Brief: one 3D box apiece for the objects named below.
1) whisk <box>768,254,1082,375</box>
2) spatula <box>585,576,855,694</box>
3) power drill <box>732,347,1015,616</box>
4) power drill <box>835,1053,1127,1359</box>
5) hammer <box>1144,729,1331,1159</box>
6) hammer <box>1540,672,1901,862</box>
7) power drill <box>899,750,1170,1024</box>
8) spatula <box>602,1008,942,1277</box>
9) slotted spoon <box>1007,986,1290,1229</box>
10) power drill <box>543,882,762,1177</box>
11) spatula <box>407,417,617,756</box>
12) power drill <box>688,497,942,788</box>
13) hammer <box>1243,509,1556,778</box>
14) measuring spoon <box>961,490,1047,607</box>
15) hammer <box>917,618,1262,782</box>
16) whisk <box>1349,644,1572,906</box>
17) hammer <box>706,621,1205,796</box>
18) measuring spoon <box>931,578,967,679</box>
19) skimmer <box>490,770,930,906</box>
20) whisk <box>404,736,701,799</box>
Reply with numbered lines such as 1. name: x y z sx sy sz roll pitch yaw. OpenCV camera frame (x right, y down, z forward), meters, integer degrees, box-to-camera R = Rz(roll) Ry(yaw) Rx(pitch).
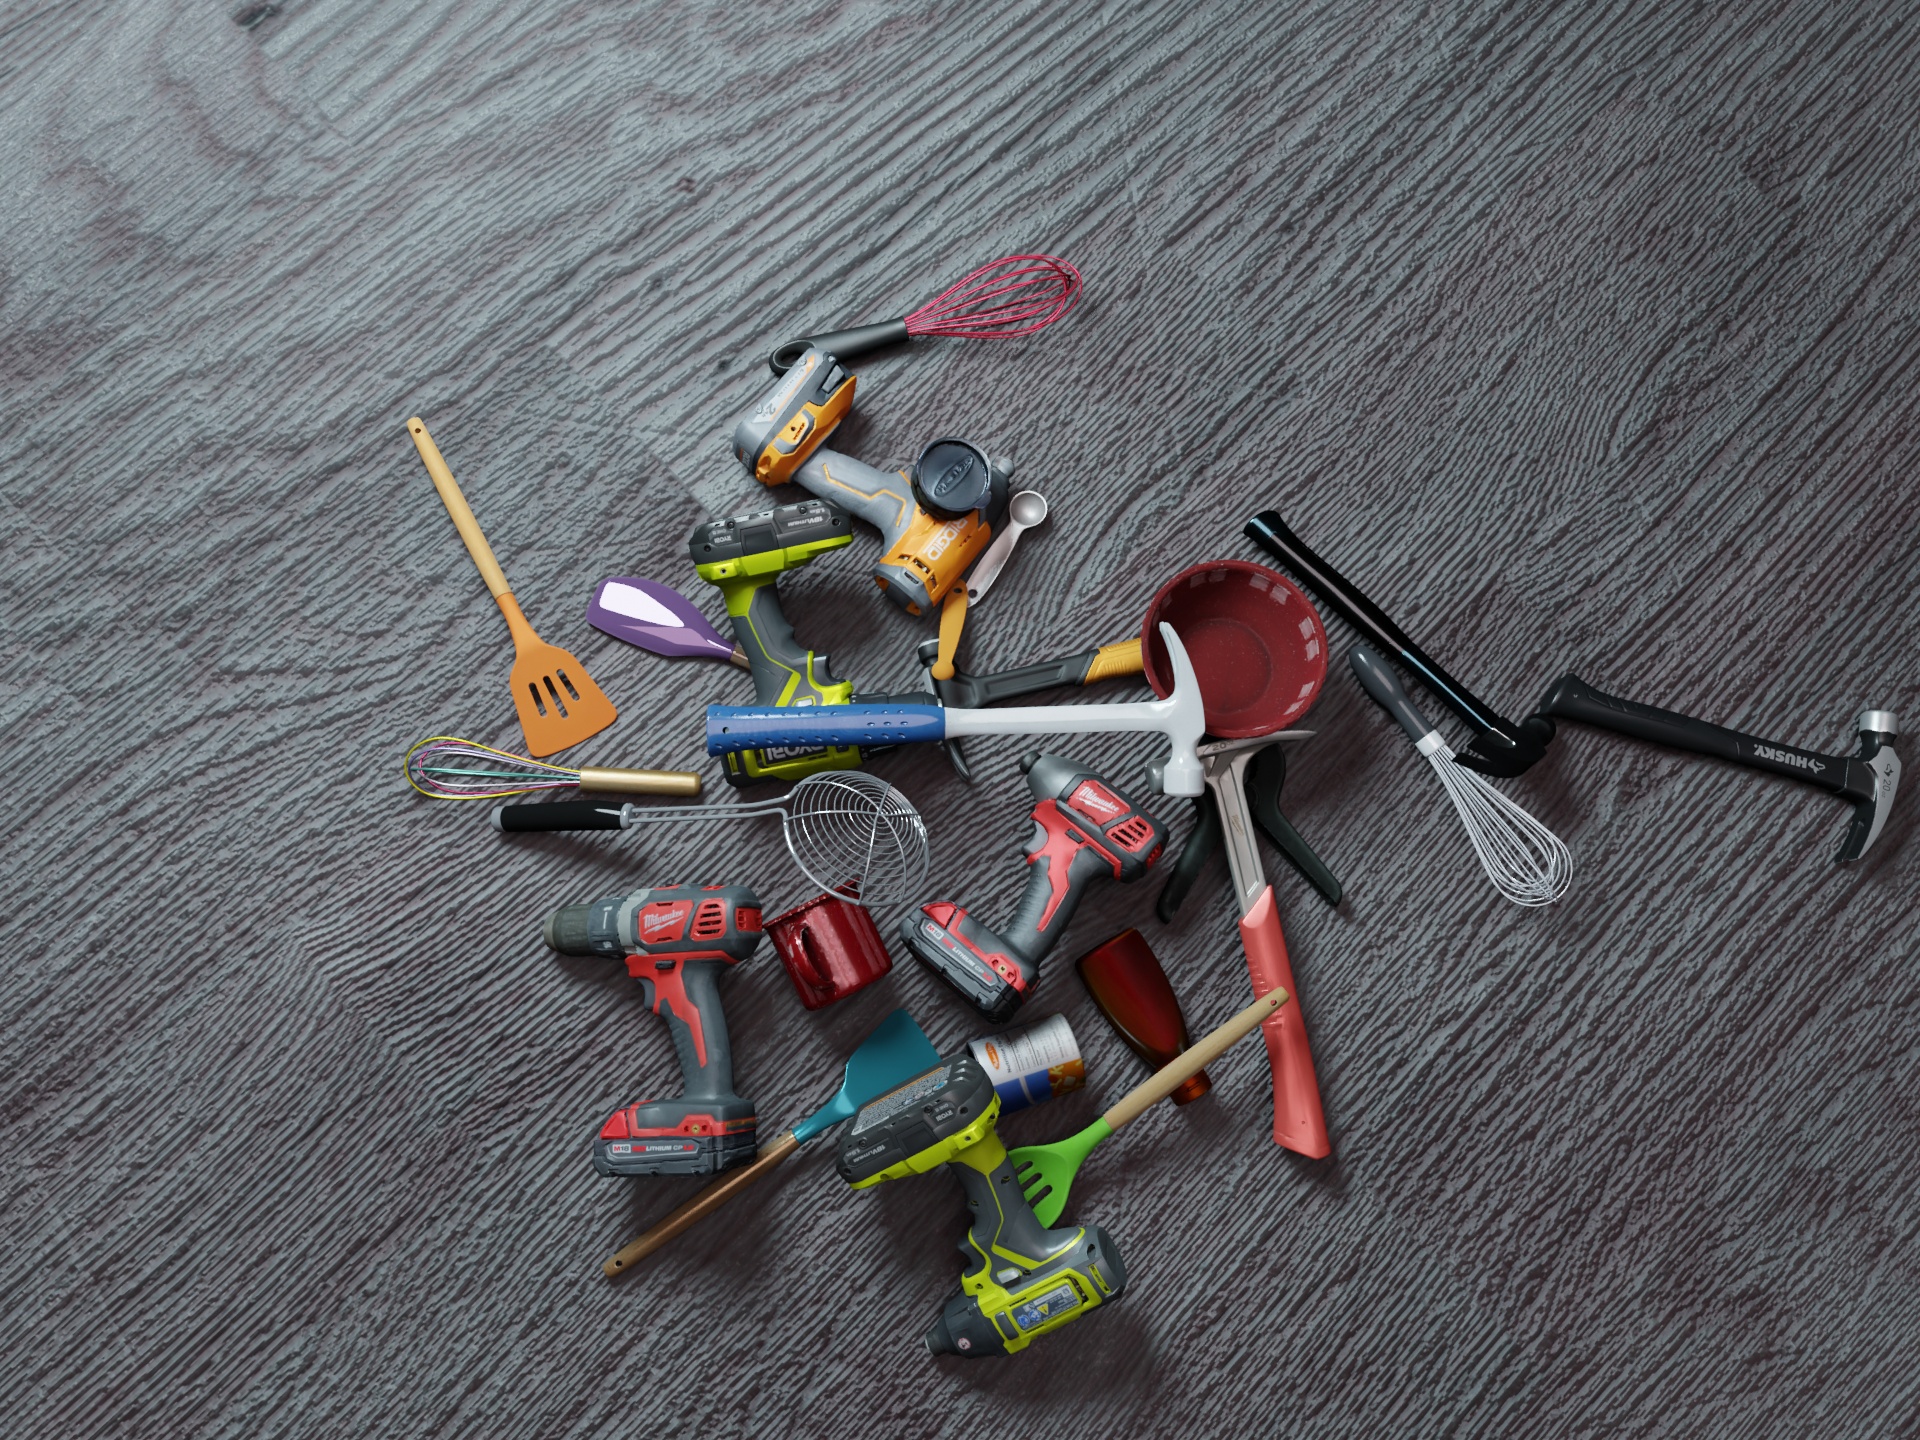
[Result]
1. whisk: -0.032 -0.363 1.448 0.296 0.073 0.073 -16 81 -2
2. spatula: -0.173 -0.051 1.387 0.316 0.018 0.060 23 77 0
3. power drill: -0.069 -0.221 1.403 0.226 0.084 0.164 40 77 -2
4. power drill: 0.004 0.395 1.260 0.171 0.080 0.223 -30 97 11
5. hammer: 0.268 0.190 1.353 0.149 0.036 0.359 -13 87 -6
6. hammer: 0.694 0.025 1.456 0.334 0.035 0.146 15 77 -3
7. power drill: 0.056 0.132 1.332 0.143 0.078 0.220 39 78 18
8. spatula: -0.155 0.358 1.306 0.317 0.044 0.082 -34 84 -7
9. slotted spoon: 0.144 0.319 1.312 0.314 0.031 0.070 -37 87 1
10. power drill: -0.249 0.245 1.276 0.188 0.080 0.227 -6 80 19
11. spatula: -0.404 -0.124 1.377 0.081 0.041 0.323 -28 79 -10
12. power drill: -0.124 -0.066 1.334 0.190 0.080 0.228 -12 100 -1
13. hammer: 0.387 -0.072 1.425 0.331 0.033 0.128 43 40 9
14. measuring spoon: 0.037 -0.152 1.435 0.034 0.018 0.124 32 84 11
15. hammer: 0.138 -0.045 1.411 0.337 0.034 0.127 -14 80 -9
16. whisk: 0.439 0.046 1.418 0.070 0.070 0.285 -34 79 -11
17. hammer: -0.002 -0.004 1.298 0.405 0.035 0.144 -2 94 -4
18. measuring spoon: -0.008 -0.082 1.386 0.021 0.011 0.117 7 52 3
19. skimmer: -0.208 0.097 1.309 0.363 0.090 0.127 -2 44 15
20. whisk: -0.342 0.044 1.339 0.245 0.051 0.047 4 73 -8
